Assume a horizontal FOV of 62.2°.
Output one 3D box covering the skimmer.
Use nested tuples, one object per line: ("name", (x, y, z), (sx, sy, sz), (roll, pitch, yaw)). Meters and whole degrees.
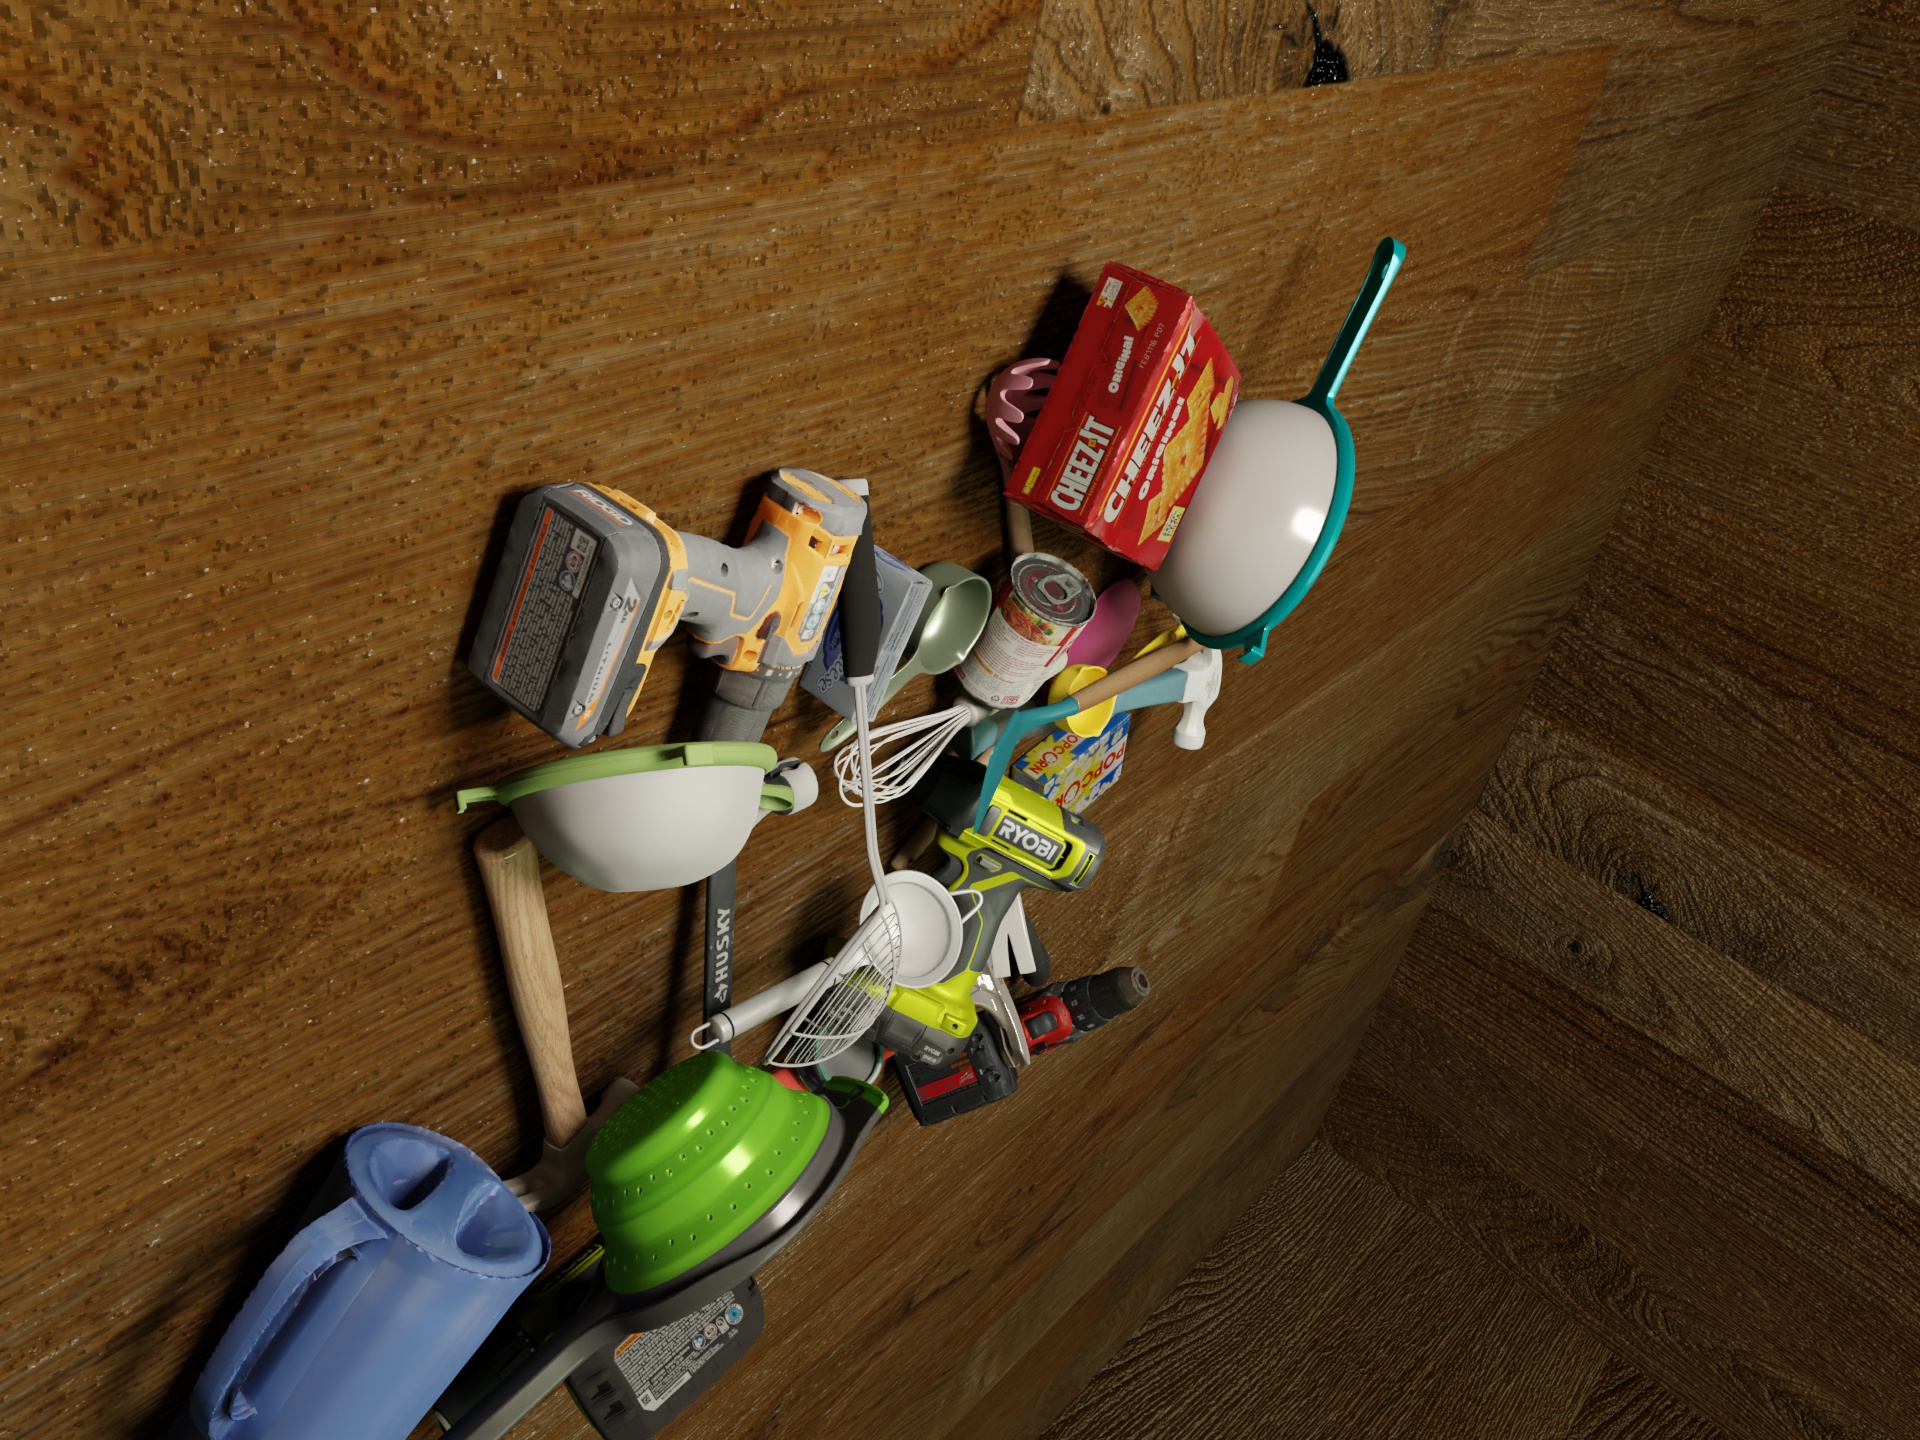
("skimmer", (-0.088, 0.036, 0.984), (0.127, 0.090, 0.363), (-51, 139, -79))

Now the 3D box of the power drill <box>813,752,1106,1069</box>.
("power drill", (-0.015, 0.141, 1.229), (0.223, 0.171, 0.080), (-59, -166, 10))

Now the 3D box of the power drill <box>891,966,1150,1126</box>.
("power drill", (0.063, 0.298, 1.517), (0.188, 0.080, 0.226), (-29, 170, 34))

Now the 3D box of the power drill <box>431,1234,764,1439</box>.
("power drill", (-0.254, 0.429, 1.101), (0.190, 0.080, 0.228), (-35, -172, -37))

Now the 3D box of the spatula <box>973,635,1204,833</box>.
("spatula", (0.110, -0.013, 1.226), (0.317, 0.044, 0.082), (-27, 142, -38))

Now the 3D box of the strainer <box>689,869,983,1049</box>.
("strainer", (-0.087, 0.173, 1.121), (0.258, 0.087, 0.050), (-22, 176, -42))

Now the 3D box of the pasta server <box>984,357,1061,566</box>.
("pasta server", (0.048, -0.138, 1.135), (0.060, 0.040, 0.316), (-56, 157, -27))

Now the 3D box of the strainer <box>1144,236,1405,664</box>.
("strainer", (0.229, -0.224, 1.227), (0.095, 0.211, 0.340), (20, 103, -23))

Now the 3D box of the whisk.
("whisk", (-0.002, -0.004, 1.175), (0.246, 0.058, 0.059), (-32, 136, -39))

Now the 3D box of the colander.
("colander", (-0.227, 0.326, 0.979), (0.397, 0.094, 0.204), (-39, -168, -22))

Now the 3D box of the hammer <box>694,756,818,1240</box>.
("hammer", (-0.173, 0.226, 1.104), (0.149, 0.036, 0.408), (-24, 130, -44))

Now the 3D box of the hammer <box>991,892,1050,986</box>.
("hammer", (0.054, 0.192, 1.449), (0.035, 0.146, 0.334), (-10, 157, 4))

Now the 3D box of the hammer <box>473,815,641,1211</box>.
("hammer", (-0.257, 0.187, 0.973), (0.130, 0.031, 0.331), (-49, 152, -41))

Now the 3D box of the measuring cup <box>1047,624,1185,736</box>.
("measuring cup", (0.127, -0.040, 1.287), (0.156, 0.029, 0.062), (-35, 123, -35))

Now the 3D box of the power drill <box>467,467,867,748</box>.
("power drill", (-0.153, -0.044, 0.860), (0.226, 0.084, 0.185), (-15, 134, -59))

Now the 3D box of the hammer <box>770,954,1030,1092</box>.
("hammer", (-0.095, 0.286, 1.293), (0.359, 0.149, 0.037), (-23, 180, -40))

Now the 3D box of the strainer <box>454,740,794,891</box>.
("strainer", (-0.153, 0.062, 0.901), (0.256, 0.151, 0.069), (17, 64, -70))

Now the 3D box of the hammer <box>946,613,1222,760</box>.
("hammer", (0.112, -0.013, 1.332), (0.331, 0.033, 0.128), (-12, 121, -44))

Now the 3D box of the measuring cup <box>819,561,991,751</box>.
("measuring cup", (-0.047, -0.044, 1.082), (0.167, 0.038, 0.083), (-44, 151, -19))

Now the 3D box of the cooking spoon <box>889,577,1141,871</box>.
("cooking spoon", (0.048, 0.003, 1.312), (0.319, 0.017, 0.068), (-49, 140, -15))
